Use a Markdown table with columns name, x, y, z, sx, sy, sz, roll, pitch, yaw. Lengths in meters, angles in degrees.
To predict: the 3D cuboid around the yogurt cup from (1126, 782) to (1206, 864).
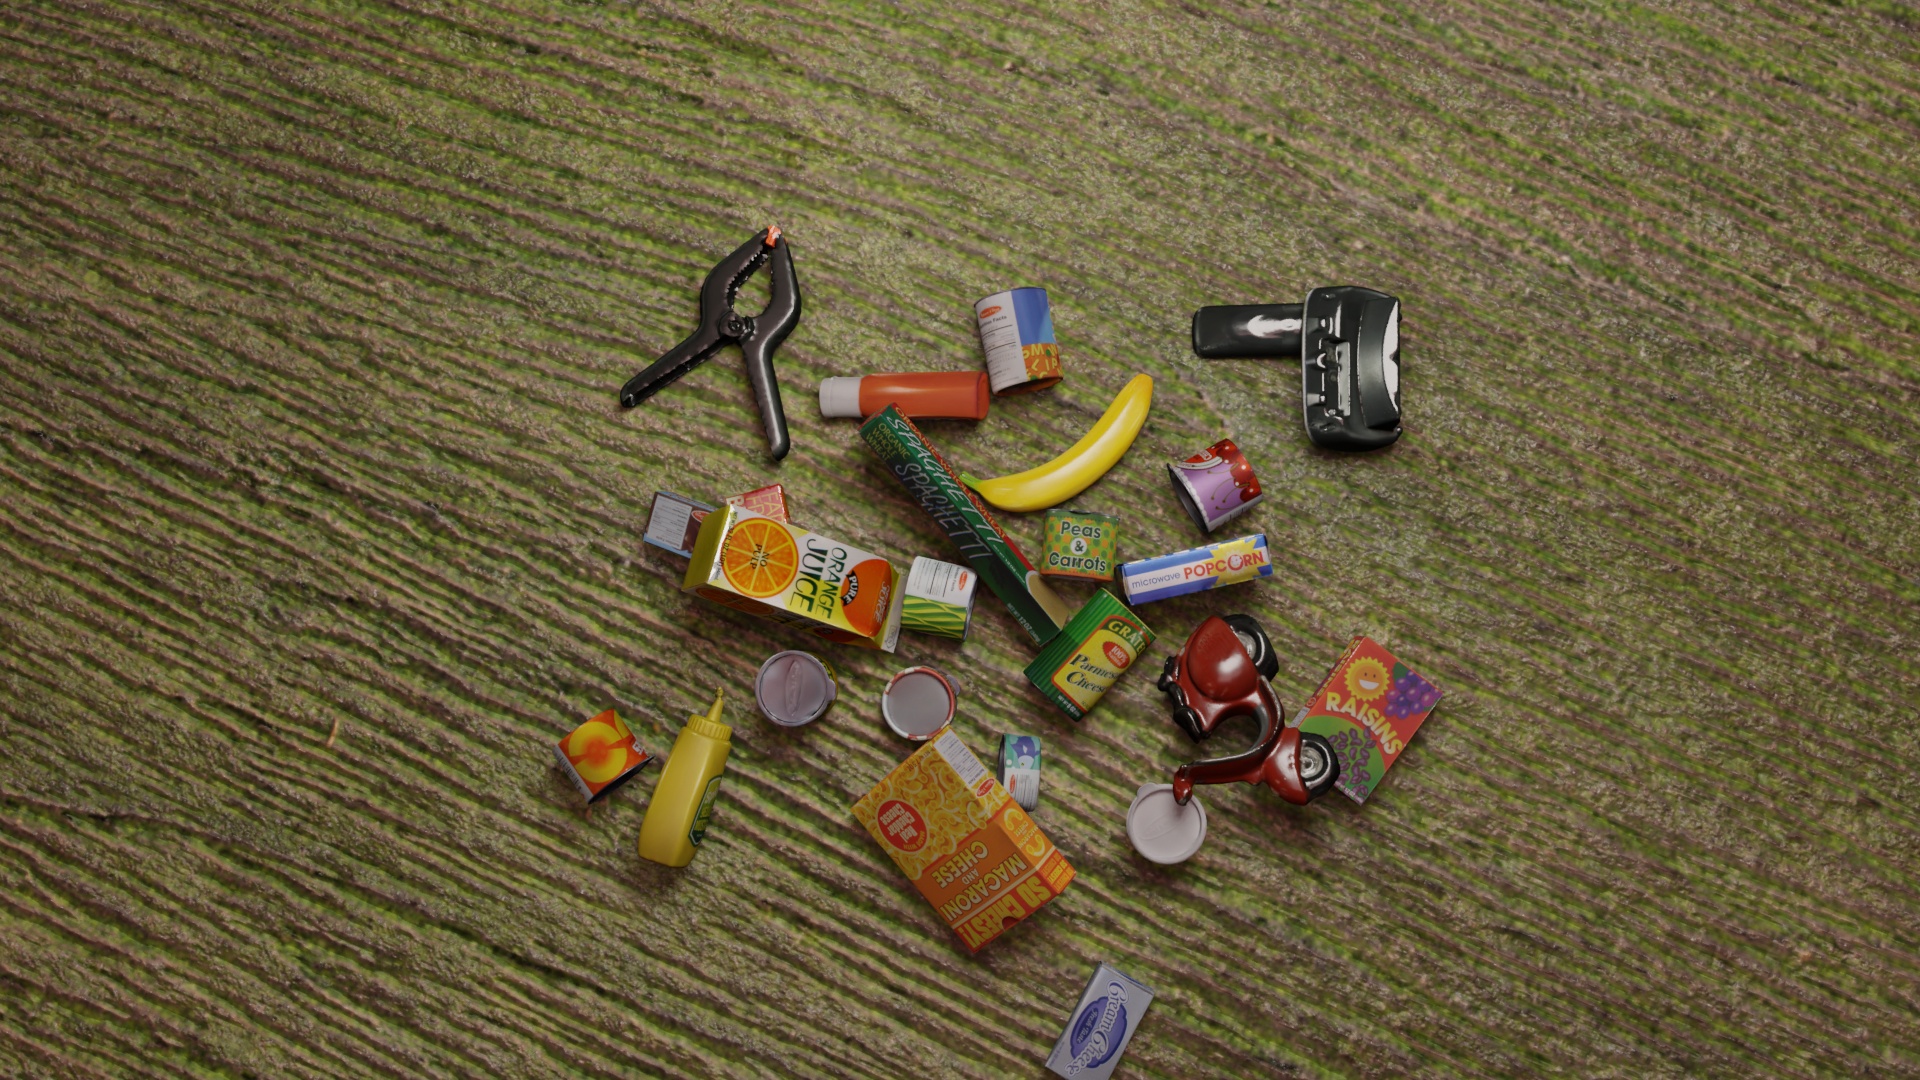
| name | x | y | z | sx | sy | sz | roll | pitch | yaw |
| --- | --- | --- | --- | --- | --- | --- | --- | --- | --- |
| yogurt cup | 0.177 | 0.244 | 1.209 | 0.072 | 0.054 | 0.072 | 0 | 86 | 3 |

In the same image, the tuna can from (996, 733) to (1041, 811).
| name | x | y | z | sx | sy | sz | roll | pitch | yaw |
| --- | --- | --- | --- | --- | --- | --- | --- | --- | --- |
| tuna can | 0.050 | 0.202 | 1.214 | 0.033 | 0.071 | 0.071 | 5 | 86 | -2 |

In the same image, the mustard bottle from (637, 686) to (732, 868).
| name | x | y | z | sx | sy | sz | roll | pitch | yaw |
| --- | --- | --- | --- | --- | --- | --- | --- | --- | --- |
| mustard bottle | -0.236 | 0.207 | 1.227 | 0.049 | 0.065 | 0.160 | 17 | 83 | 8 |

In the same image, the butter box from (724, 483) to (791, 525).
| name | x | y | z | sx | sy | sz | roll | pitch | yaw |
| --- | --- | --- | --- | --- | --- | --- | --- | --- | --- |
| butter box | -0.176 | 0.004 | 1.259 | 0.053 | 0.024 | 0.103 | -13 | 85 | 2 |

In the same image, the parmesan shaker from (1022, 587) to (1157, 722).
| name | x | y | z | sx | sy | sz | roll | pitch | yaw |
| --- | --- | --- | --- | --- | --- | --- | --- | --- | --- |
| parmesan shaker | 0.115 | 0.102 | 1.219 | 0.071 | 0.071 | 0.103 | 42 | 89 | 5 |

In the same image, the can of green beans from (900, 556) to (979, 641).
| name | x | y | z | sx | sy | sz | roll | pitch | yaw |
| --- | --- | --- | --- | --- | --- | --- | --- | --- | --- |
| can of green beans | -0.018 | 0.052 | 1.228 | 0.058 | 0.071 | 0.071 | 12 | 86 | 4 |

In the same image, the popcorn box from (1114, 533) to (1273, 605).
| name | x | y | z | sx | sy | sz | roll | pitch | yaw |
| --- | --- | --- | --- | --- | --- | --- | --- | --- | --- |
| popcorn box | 0.201 | 0.026 | 1.210 | 0.127 | 0.085 | 0.038 | -12 | 86 | 1 |

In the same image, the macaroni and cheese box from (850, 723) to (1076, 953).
| name | x | y | z | sx | sy | sz | roll | pitch | yaw |
| --- | --- | --- | --- | --- | --- | --- | --- | --- | --- |
| macaroni and cheese box | 0.000 | 0.258 | 1.192 | 0.166 | 0.040 | 0.123 | 49 | 125 | 5 |

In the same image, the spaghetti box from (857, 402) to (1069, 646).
| name | x | y | z | sx | sy | sz | roll | pitch | yaw |
| --- | --- | --- | --- | --- | --- | --- | --- | --- | --- |
| spaghetti box | 0.004 | -0.015 | 1.214 | 0.028 | 0.050 | 0.250 | -38 | 97 | 22 |

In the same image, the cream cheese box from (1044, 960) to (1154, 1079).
| name | x | y | z | sx | sy | sz | roll | pitch | yaw |
| --- | --- | --- | --- | --- | --- | --- | --- | --- | --- |
| cream cheese box | 0.121 | 0.425 | 1.211 | 0.053 | 0.024 | 0.104 | 29 | 87 | 4 |

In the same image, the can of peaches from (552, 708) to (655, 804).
| name | x | y | z | sx | sy | sz | roll | pitch | yaw |
| --- | --- | --- | --- | --- | --- | --- | --- | --- | --- |
| can of peaches | -0.316 | 0.189 | 1.231 | 0.071 | 0.071 | 0.058 | -38 | 84 | -1 |

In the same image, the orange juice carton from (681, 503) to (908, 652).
| name | x | y | z | sx | sy | sz | roll | pitch | yaw |
| --- | --- | --- | --- | --- | --- | --- | --- | --- | --- |
| orange juice carton | -0.134 | 0.037 | 1.206 | 0.193 | 0.073 | 0.072 | 21 | 73 | -24 |

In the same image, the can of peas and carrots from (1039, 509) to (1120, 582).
| name | x | y | z | sx | sy | sz | roll | pitch | yaw |
| --- | --- | --- | --- | --- | --- | --- | --- | --- | --- |
| can of peas and carrots | 0.105 | 0.005 | 1.223 | 0.071 | 0.071 | 0.058 | 6 | 86 | 3 |

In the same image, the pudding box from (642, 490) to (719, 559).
| name | x | y | z | sx | sy | sz | roll | pitch | yaw |
| --- | --- | --- | --- | --- | --- | --- | --- | --- | --- |
| pudding box | -0.240 | -0.009 | 1.247 | 0.084 | 0.030 | 0.049 | 19 | 96 | 21 |

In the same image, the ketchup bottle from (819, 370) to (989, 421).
| name | x | y | z | sx | sy | sz | roll | pitch | yaw |
| --- | --- | --- | --- | --- | --- | --- | --- | --- | --- |
| ketchup bottle | -0.051 | -0.130 | 1.248 | 0.149 | 0.065 | 0.043 | 1 | 105 | 11 |

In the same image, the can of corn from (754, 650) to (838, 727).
| name | x | y | z | sx | sy | sz | roll | pitch | yaw |
| --- | --- | --- | --- | --- | --- | --- | --- | --- | --- |
| can of corn | -0.141 | 0.131 | 1.230 | 0.071 | 0.058 | 0.071 | 0 | 85 | 3 |

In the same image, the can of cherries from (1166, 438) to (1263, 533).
| name | x | y | z | sx | sy | sz | roll | pitch | yaw |
| --- | --- | --- | --- | --- | --- | --- | --- | --- | --- |
| can of cherries | 0.224 | -0.051 | 1.224 | 0.058 | 0.071 | 0.071 | -29 | 85 | 0 |

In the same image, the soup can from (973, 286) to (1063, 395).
| name | x | y | z | sx | sy | sz | roll | pitch | yaw |
| --- | --- | --- | --- | --- | --- | --- | --- | --- | --- |
| soup can | 0.055 | -0.178 | 1.245 | 0.071 | 0.071 | 0.084 | -12 | 86 | 2 |

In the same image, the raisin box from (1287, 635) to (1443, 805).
| name | x | y | z | sx | sy | sz | roll | pitch | yaw |
| --- | --- | --- | --- | --- | --- | --- | --- | --- | --- |
| raisin box | 0.349 | 0.156 | 1.216 | 0.086 | 0.040 | 0.123 | 36 | 89 | 6 |

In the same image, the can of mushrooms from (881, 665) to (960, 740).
| name | x | y | z | sx | sy | sz | roll | pitch | yaw |
| --- | --- | --- | --- | --- | --- | --- | --- | --- | --- |
| can of mushrooms | -0.035 | 0.144 | 1.237 | 0.071 | 0.033 | 0.071 | 0 | 85 | 3 |
